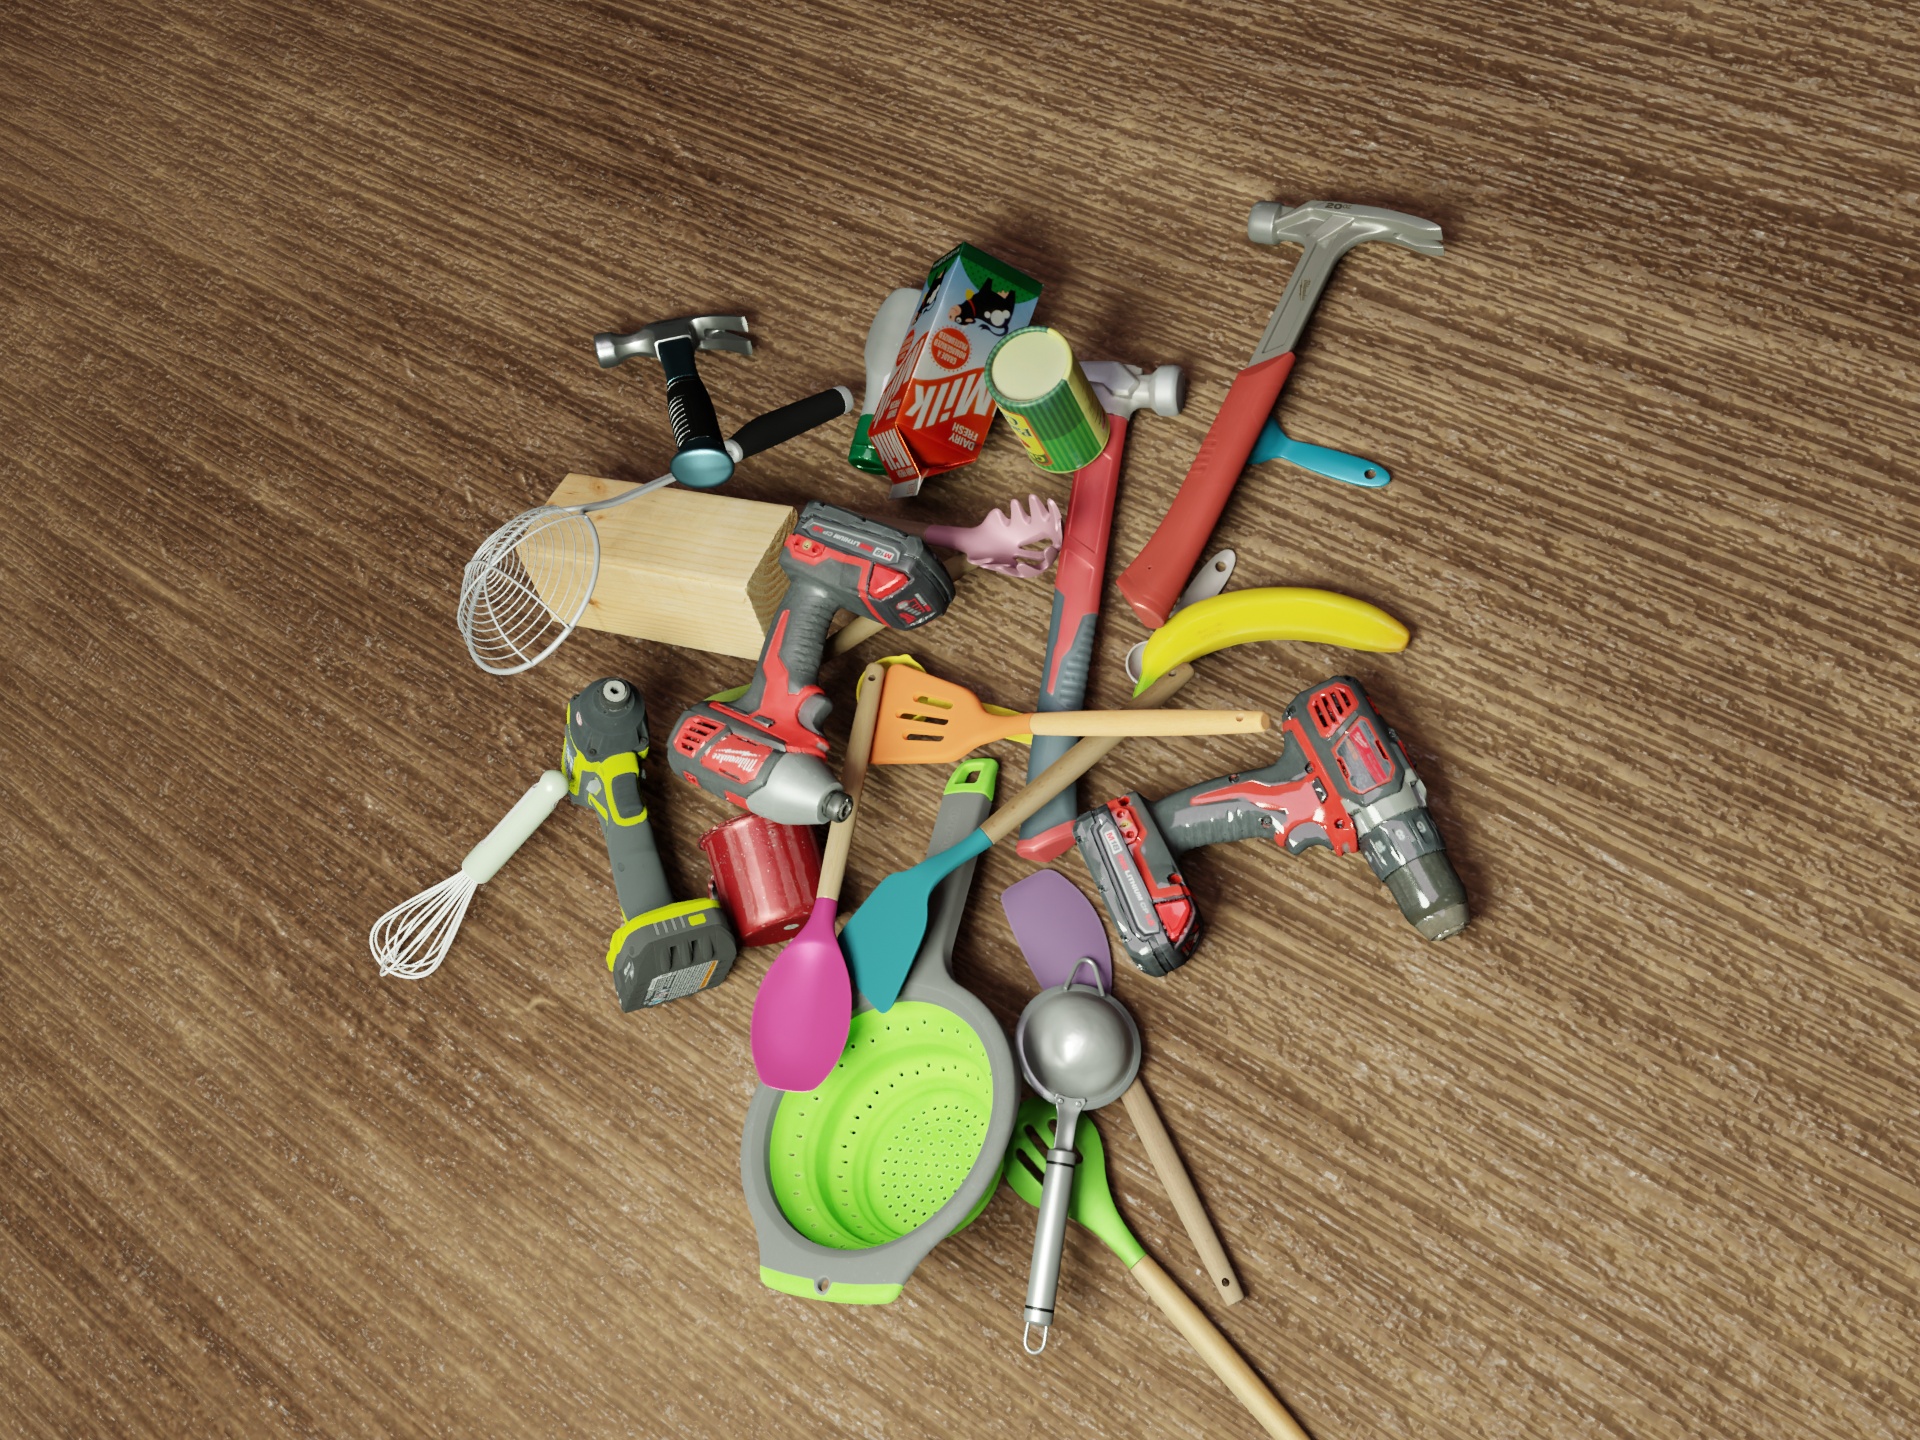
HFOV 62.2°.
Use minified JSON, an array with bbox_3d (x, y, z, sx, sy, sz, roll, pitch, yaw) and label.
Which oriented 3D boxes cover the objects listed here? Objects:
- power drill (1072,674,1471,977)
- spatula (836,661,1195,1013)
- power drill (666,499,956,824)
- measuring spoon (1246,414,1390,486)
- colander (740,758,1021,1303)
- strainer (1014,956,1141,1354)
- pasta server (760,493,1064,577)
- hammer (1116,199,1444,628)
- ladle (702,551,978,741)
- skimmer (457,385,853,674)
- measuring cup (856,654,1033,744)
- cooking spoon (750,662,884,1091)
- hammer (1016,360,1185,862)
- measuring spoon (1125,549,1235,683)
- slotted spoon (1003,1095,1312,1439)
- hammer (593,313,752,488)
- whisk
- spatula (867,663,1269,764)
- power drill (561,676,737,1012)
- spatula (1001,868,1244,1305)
[{"bbox_3d":[0.210,0.094,1.065,0.226,0.080,0.188,-26,68,6],"label":"power drill"},{"bbox_3d":[0.041,0.068,1.094,0.317,0.044,0.082,-39,42,-6],"label":"spatula"},{"bbox_3d":[-0.100,-0.033,1.124,0.143,0.078,0.220,23,78,26],"label":"power drill"},{"bbox_3d":[0.253,-0.198,1.165,0.129,0.021,0.042,23,82,24],"label":"measuring spoon"},{"bbox_3d":[-0.017,0.212,1.101,0.204,0.094,0.397,-5,54,31],"label":"colander"},{"bbox_3d":[0.069,0.279,1.041,0.087,0.050,0.259,11,72,-2],"label":"strainer"},{"bbox_3d":[-0.046,-0.147,1.193,0.316,0.040,0.060,14,72,39],"label":"pasta server"},{"bbox_3d":[0.216,-0.225,1.154,0.149,0.036,0.359,19,75,29],"label":"hammer"},{"bbox_3d":[-0.079,-0.052,1.197,0.320,0.078,0.062,-32,100,7],"label":"ladle"},{"bbox_3d":[-0.212,-0.152,1.186,0.127,0.090,0.363,19,40,40],"label":"skimmer"},{"bbox_3d":[-0.002,-0.004,1.193,0.156,0.029,0.062,16,72,9],"label":"measuring cup"},{"bbox_3d":[-0.089,0.103,1.121,0.069,0.017,0.319,5,66,12],"label":"cooking spoon"},{"bbox_3d":[0.071,-0.088,1.177,0.143,0.038,0.386,4,73,20],"label":"hammer"},{"bbox_3d":[0.163,-0.075,1.164,0.034,0.018,0.124,36,80,6],"label":"measuring spoon"},{"bbox_3d":[0.135,0.370,1.030,0.070,0.031,0.314,-43,67,-2],"label":"slotted spoon"},{"bbox_3d":[-0.213,-0.253,1.230,0.128,0.033,0.331,-14,32,-7],"label":"hammer"},{"bbox_3d":[-0.378,0.120,1.224,0.059,0.058,0.246,42,112,-9],"label":"whisk"},{"bbox_3d":[0.065,-0.001,1.086,0.323,0.041,0.081,-1,66,43],"label":"spatula"},{"bbox_3d":[-0.237,0.086,1.163,0.080,0.171,0.223,-14,71,-22],"label":"power drill"},{"bbox_3d":[0.114,0.242,1.080,0.060,0.018,0.316,-27,67,4],"label":"spatula"}]
